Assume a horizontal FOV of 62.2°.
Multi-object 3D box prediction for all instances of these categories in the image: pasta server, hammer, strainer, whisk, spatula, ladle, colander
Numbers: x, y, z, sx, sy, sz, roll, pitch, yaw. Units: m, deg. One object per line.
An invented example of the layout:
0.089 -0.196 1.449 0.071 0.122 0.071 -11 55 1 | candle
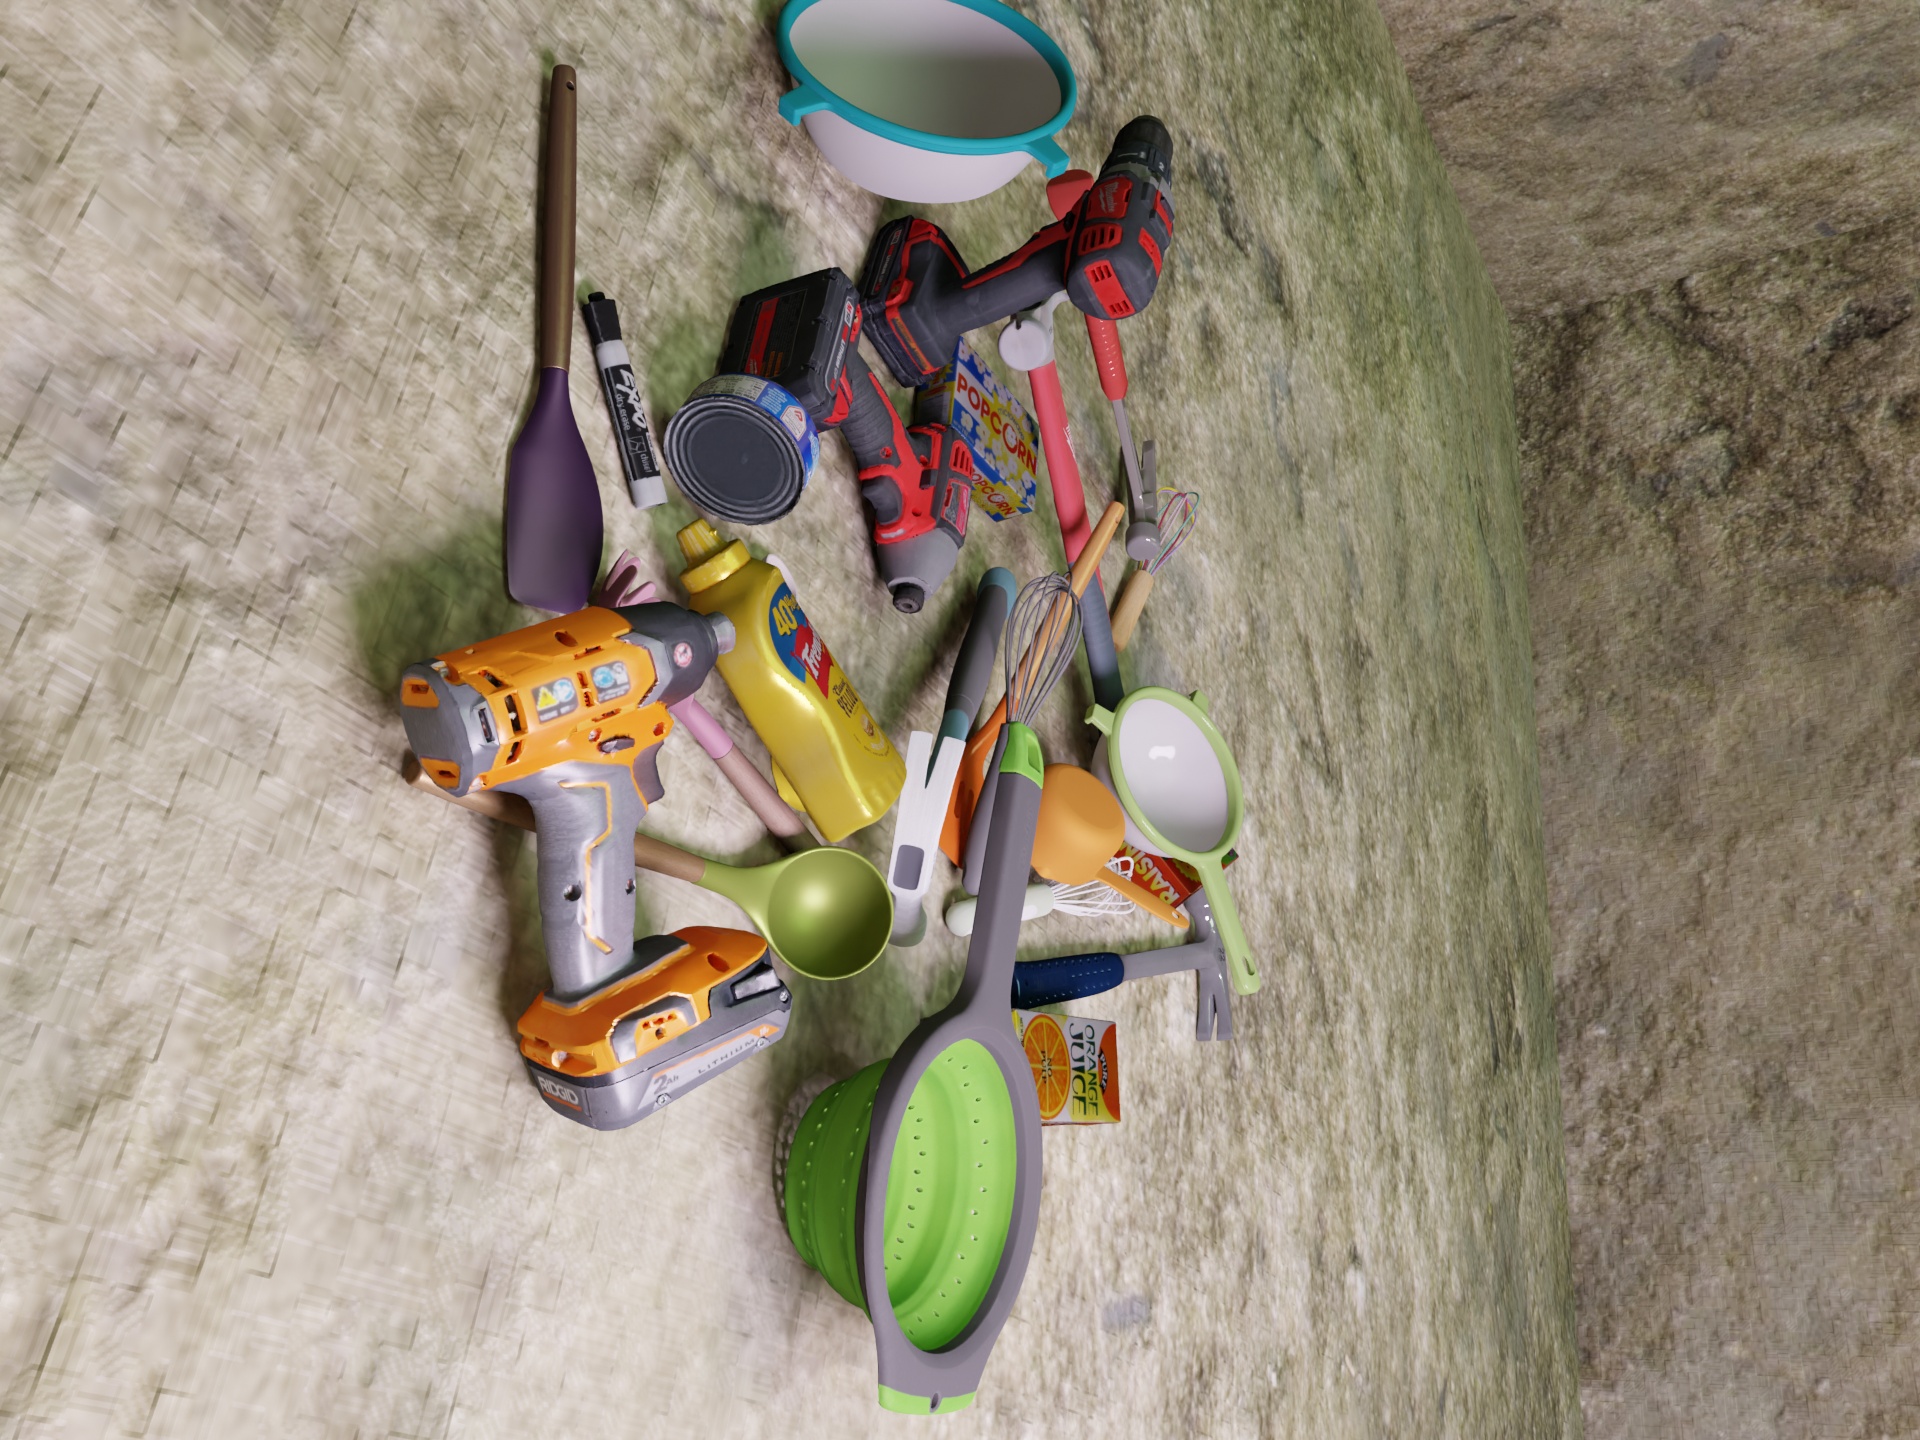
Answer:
-0.117 0.030 0.922 0.315 0.040 0.060 56 -1 -37 | pasta server
0.098 -0.150 1.293 0.143 0.038 0.386 -66 145 -61 | hammer
0.172 0.101 1.281 0.151 0.069 0.256 -8 76 -45 | strainer
0.126 -0.305 1.336 0.358 0.037 0.149 68 19 -49 | hammer
0.041 0.007 1.117 0.055 0.055 0.239 25 79 -55 | whisk
0.056 -0.034 1.182 0.080 0.041 0.323 48 63 -42 | spatula
0.132 0.207 1.288 0.405 0.035 0.144 7 75 -59 | hammer
-0.150 0.074 0.838 0.319 0.062 0.078 29 72 -50 | ladle
-0.215 -0.209 0.853 0.059 0.018 0.316 12 71 -48 | spatula
-0.002 -0.003 1.085 0.331 0.033 0.128 -73 174 -52 | hammer
-0.022 0.190 0.941 0.204 0.094 0.397 38 57 -55 | colander
0.178 -0.142 1.477 0.047 0.051 0.245 65 36 -33 | whisk
-0.031 -0.480 1.162 0.095 0.211 0.341 110 -15 -49 | strainer
0.065 0.134 1.192 0.059 0.057 0.246 51 28 22 | whisk

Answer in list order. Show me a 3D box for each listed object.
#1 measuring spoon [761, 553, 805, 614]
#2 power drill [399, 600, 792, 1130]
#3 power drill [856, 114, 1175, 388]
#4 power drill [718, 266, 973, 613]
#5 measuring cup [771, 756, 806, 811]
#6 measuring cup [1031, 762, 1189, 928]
-0.098 -0.044 0.985 0.124 0.018 0.034 65 17 -7 | measuring spoon
-0.155 0.057 0.756 0.164 0.084 0.226 -25 109 -39 | power drill
0.048 -0.340 1.133 0.080 0.227 0.188 51 41 -39 | power drill
-0.064 -0.176 1.047 0.219 0.078 0.143 46 44 -47 | power drill
-0.108 -0.012 0.958 0.156 0.029 0.062 64 33 -28 | measuring cup
0.116 0.096 1.198 0.173 0.052 0.095 33 31 -9 | measuring cup
